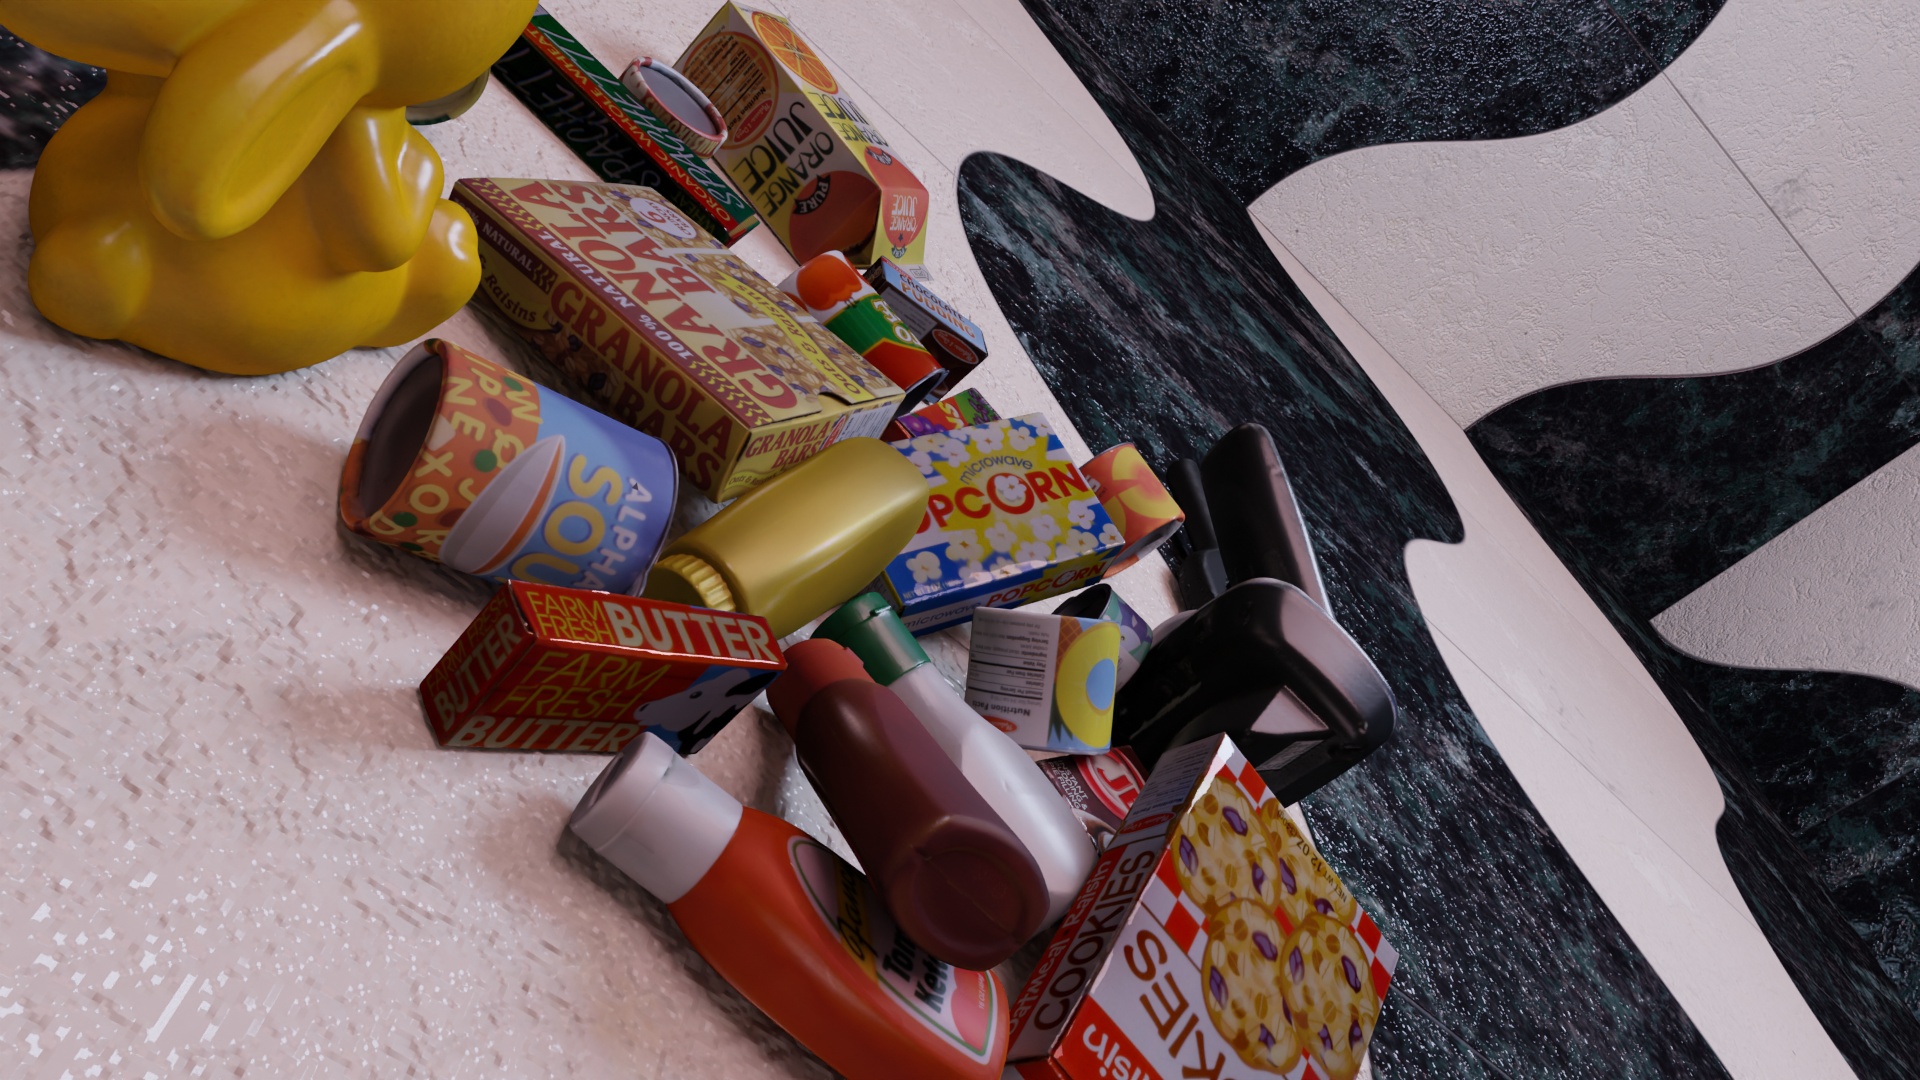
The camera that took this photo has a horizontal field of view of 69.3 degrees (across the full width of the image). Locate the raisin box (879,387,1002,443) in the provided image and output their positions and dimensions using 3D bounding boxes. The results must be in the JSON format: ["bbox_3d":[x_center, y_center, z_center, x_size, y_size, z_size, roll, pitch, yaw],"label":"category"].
[{"bbox_3d":[0.003,-0.033,0.754,0.086,0.040,0.124,50,24,3],"label":"raisin box"}]

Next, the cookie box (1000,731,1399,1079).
[{"bbox_3d":[0.093,0.172,0.512,0.123,0.040,0.168,52,44,-9],"label":"cookie box"}]

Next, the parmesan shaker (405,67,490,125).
[{"bbox_3d":[-0.245,-0.241,0.609,0.071,0.071,0.103,24,34,-44],"label":"parmesan shaker"}]

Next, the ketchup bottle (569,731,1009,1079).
[{"bbox_3d":[-0.051,0.119,0.428,0.148,0.043,0.065,41,15,-14],"label":"ketchup bottle"}]

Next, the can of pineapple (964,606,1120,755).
[{"bbox_3d":[0.036,0.061,0.611,0.071,0.071,0.058,10,85,-55],"label":"can of pineapple"}]

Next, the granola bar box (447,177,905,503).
[{"bbox_3d":[-0.119,-0.091,0.585,0.166,0.039,0.124,40,25,13],"label":"granola bar box"}]

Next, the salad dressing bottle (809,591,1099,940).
[{"bbox_3d":[-0.005,0.088,0.555,0.148,0.043,0.064,53,34,13],"label":"salad dressing bottle"}]

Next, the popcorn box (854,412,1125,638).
[{"bbox_3d":[0.002,-0.008,0.651,0.127,0.038,0.085,-14,61,-31],"label":"popcorn box"}]

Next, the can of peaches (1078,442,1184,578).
[{"bbox_3d":[0.094,-0.017,0.856,0.058,0.071,0.071,55,24,14],"label":"can of peaches"}]

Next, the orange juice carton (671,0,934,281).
[{"bbox_3d":[-0.090,-0.232,0.857,0.193,0.073,0.072,51,24,6],"label":"orange juice carton"}]

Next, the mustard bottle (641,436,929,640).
[{"bbox_3d":[-0.075,0.009,0.527,0.049,0.065,0.161,41,37,13],"label":"mustard bottle"}]

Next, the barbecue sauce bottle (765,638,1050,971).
[{"bbox_3d":[-0.027,0.079,0.468,0.064,0.044,0.149,49,-4,-33],"label":"barbecue sauce bottle"}]

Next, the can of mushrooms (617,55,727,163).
[{"bbox_3d":[-0.166,-0.237,0.784,0.071,0.033,0.071,39,25,-22],"label":"can of mushrooms"}]

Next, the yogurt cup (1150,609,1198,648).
[{"bbox_3d":[0.137,0.081,0.782,0.054,0.072,0.073,44,23,-31],"label":"yogurt cup"}]

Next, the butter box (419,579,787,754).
[{"bbox_3d":[-0.109,0.042,0.434,0.103,0.053,0.024,14,39,-52],"label":"butter box"}]

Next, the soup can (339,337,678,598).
[{"bbox_3d":[-0.144,-0.017,0.447,0.083,0.071,0.071,26,32,-40],"label":"soup can"}]

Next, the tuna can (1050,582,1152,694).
[{"bbox_3d":[0.061,0.055,0.688,0.033,0.071,0.071,45,24,-11],"label":"tuna can"}]

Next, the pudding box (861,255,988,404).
[{"bbox_3d":[-0.031,-0.123,0.821,0.083,0.049,0.030,33,30,-30],"label":"pudding box"}]

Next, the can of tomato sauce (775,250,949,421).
[{"bbox_3d":[-0.058,-0.097,0.712,0.083,0.071,0.071,49,24,2],"label":"can of tomato sauce"}]

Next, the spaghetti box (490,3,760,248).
[{"bbox_3d":[-0.210,-0.242,0.722,0.250,0.028,0.050,44,24,-10],"label":"spaghetti box"}]
